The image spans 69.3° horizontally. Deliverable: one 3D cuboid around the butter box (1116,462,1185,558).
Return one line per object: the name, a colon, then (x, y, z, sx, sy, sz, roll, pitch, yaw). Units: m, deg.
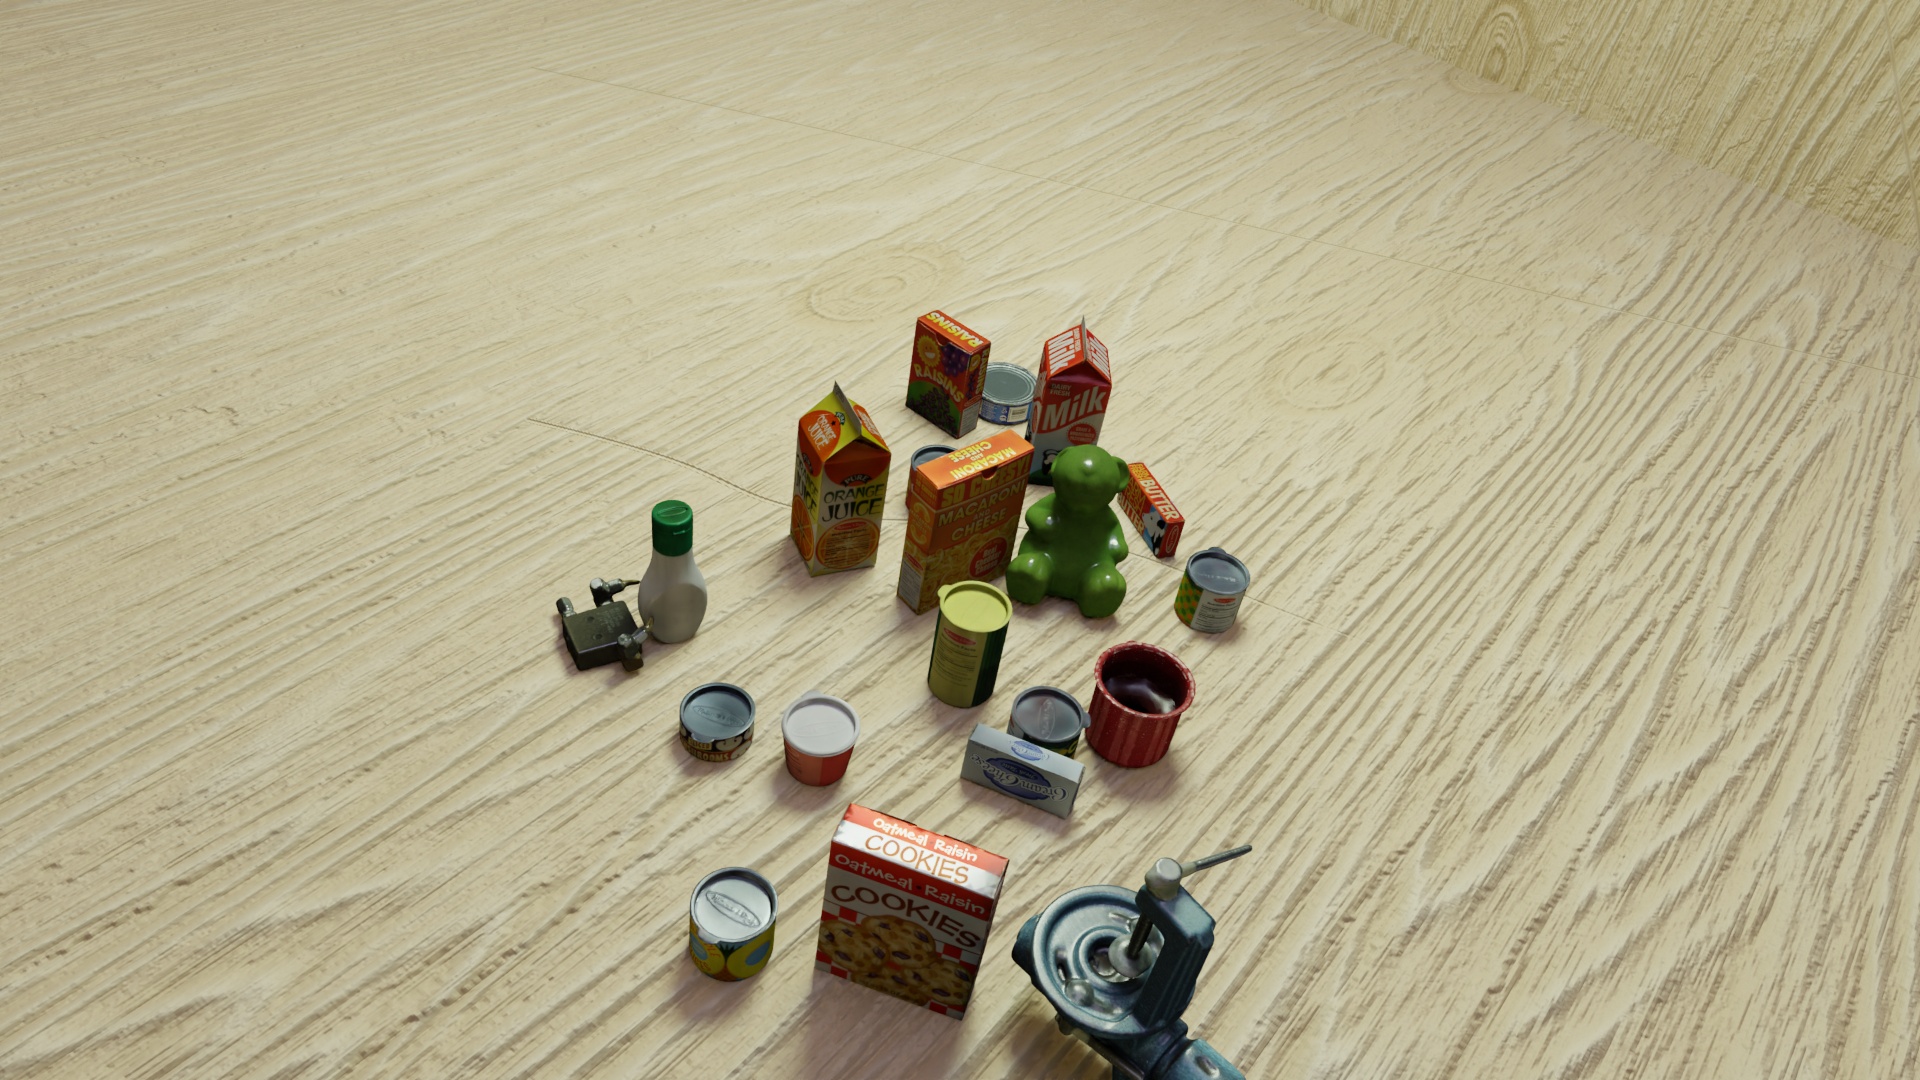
butter box: (0.207, -0.034, 1.517, 0.024, 0.052, 0.104, -9, 44, -21)

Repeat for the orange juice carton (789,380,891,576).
orange juice carton: (-0.119, -0.061, 1.372, 0.073, 0.191, 0.072, -10, 45, -23)

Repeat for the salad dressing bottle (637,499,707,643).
salad dressing bottle: (-0.264, 0.029, 1.274, 0.064, 0.146, 0.044, -13, 46, -25)

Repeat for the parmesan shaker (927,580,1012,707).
parmesan shaker: (0.005, 0.096, 1.289, 0.071, 0.102, 0.072, 6, 41, -5)

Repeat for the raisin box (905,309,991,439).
raisin box: (-0.016, -0.191, 1.594, 0.086, 0.122, 0.040, 36, 47, 26)

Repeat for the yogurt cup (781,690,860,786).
yogurt cup: (-0.123, 0.176, 1.208, 0.072, 0.053, 0.073, 6, 41, -5)

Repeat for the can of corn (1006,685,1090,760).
can of corn: (0.077, 0.175, 1.249, 0.071, 0.058, 0.071, 6, 41, -5)

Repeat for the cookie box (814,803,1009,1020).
cookie box: (-0.039, 0.276, 1.027, 0.123, 0.166, 0.040, 18, 41, 8)

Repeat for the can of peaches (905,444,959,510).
can of peaches: (-0.025, -0.060, 1.493, 0.071, 0.057, 0.071, 6, 41, -5)

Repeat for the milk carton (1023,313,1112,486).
milk carton: (0.119, -0.152, 1.528, 0.073, 0.189, 0.073, 6, 41, -5)

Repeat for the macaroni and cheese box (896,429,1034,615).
macaroni and cheese box: (0.005, -0.017, 1.369, 0.124, 0.165, 0.040, -24, 52, -34)

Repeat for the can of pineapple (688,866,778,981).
can of pineapple: (-0.175, 0.294, 1.060, 0.071, 0.057, 0.071, 6, 41, -5)

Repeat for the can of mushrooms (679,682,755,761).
can of mushrooms: (-0.215, 0.161, 1.220, 0.071, 0.033, 0.071, 6, 41, -5)

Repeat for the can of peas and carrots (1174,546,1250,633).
can of peas and carrots: (0.258, 0.051, 1.427, 0.071, 0.058, 0.071, 6, 41, -5)

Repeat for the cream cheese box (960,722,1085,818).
cream cheese box: (0.054, 0.202, 1.217, 0.104, 0.053, 0.024, 20, 42, 11)
